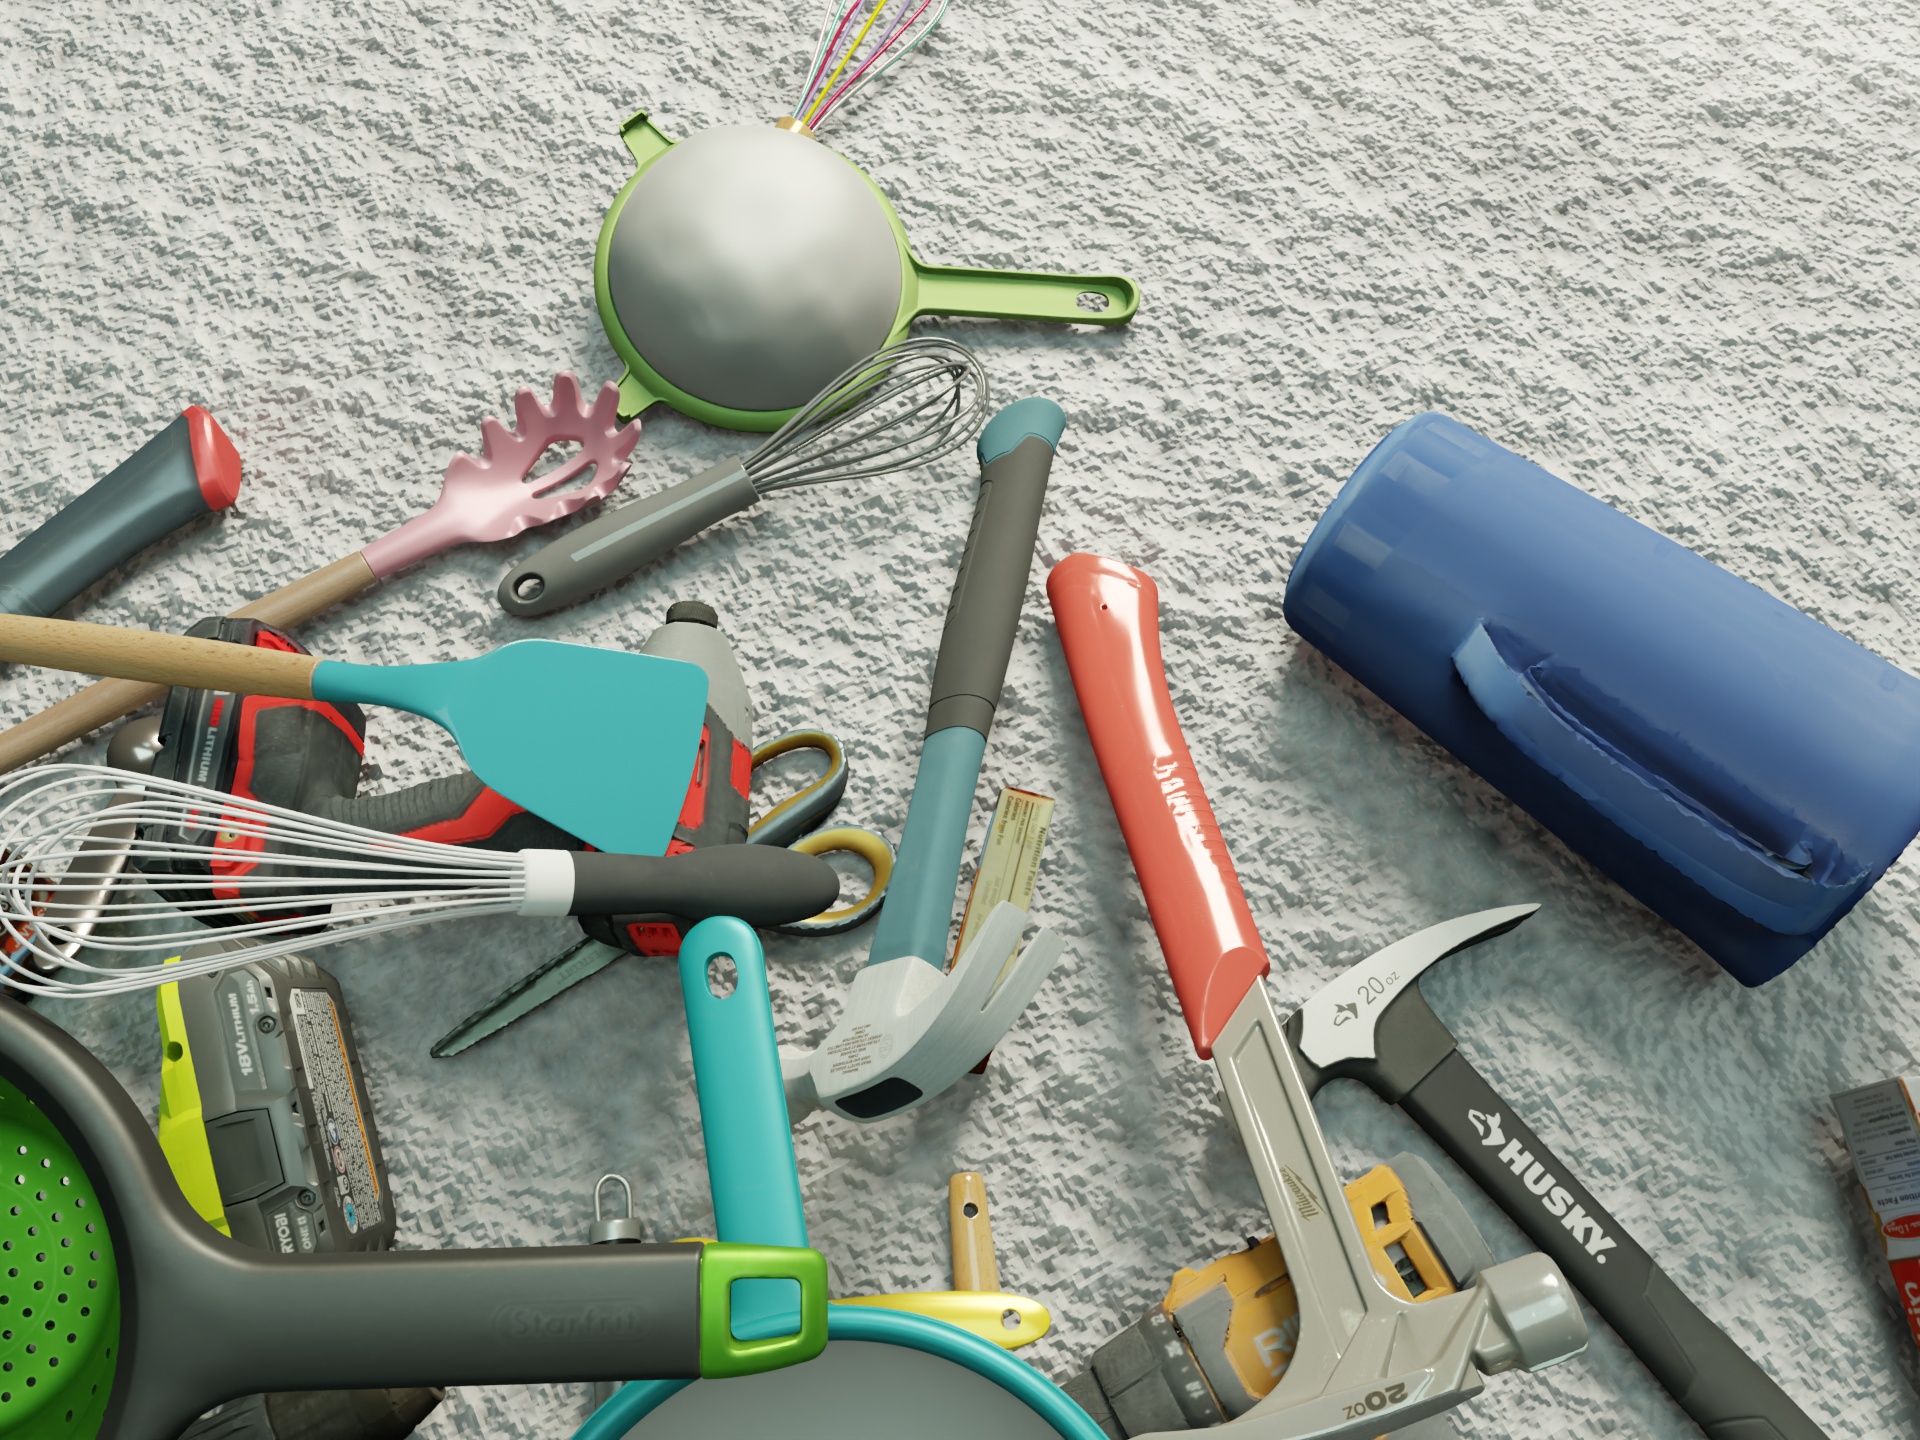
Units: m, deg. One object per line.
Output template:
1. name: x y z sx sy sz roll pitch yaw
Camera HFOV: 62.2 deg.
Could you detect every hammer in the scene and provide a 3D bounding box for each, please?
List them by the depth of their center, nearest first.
1. hammer: 0.260 0.217 0.585 0.146 0.035 0.335 -38 73 -15
2. hammer: 0.080 0.078 0.586 0.149 0.036 0.359 -19 52 4
3. hammer: -0.001 -0.002 0.634 0.033 0.128 0.331 38 49 -33
4. hammer: -0.468 -0.006 0.657 0.143 0.038 0.386 38 71 15

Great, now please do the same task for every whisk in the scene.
1. whisk: -0.168 0.051 0.516 0.284 0.070 0.070 4 64 -30
2. whisk: -0.094 -0.104 0.704 0.239 0.055 0.055 -27 70 -5
3. whisk: -0.071 -0.309 0.798 0.047 0.051 0.245 13 67 42

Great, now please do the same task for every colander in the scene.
1. colander: -0.239 0.173 0.477 0.397 0.094 0.204 0 82 -5

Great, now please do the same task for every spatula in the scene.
1. spatula: -0.256 -0.012 0.588 0.317 0.044 0.082 8 68 7

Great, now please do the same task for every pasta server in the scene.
1. pasta server: -0.279 -0.056 0.678 0.316 0.040 0.060 -31 82 -15

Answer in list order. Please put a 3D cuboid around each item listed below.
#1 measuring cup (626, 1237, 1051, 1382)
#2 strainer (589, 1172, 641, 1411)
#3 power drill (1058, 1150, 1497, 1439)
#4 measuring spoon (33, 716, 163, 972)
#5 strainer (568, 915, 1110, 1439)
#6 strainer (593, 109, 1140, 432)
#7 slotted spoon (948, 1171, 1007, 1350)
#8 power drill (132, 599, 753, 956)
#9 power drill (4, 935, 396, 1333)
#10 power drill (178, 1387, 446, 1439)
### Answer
1. measuring cup: -0.045 0.210 0.559 0.156 0.029 0.062 0 58 -4
2. strainer: -0.113 0.285 0.544 0.087 0.050 0.259 0 61 -16
3. power drill: 0.132 0.284 0.519 0.185 0.084 0.226 -29 73 -3
4. measuring spoon: -0.337 0.044 0.629 0.034 0.018 0.124 9 47 -8
5. strainer: -0.046 0.234 0.505 0.211 0.095 0.341 -13 65 0
6. strainer: -0.040 -0.209 0.724 0.256 0.069 0.151 3 80 -6
7. slotted spoon: 0.015 0.315 0.542 0.070 0.031 0.314 -2 66 -7
8. power drill: -0.191 0.018 0.626 0.219 0.078 0.143 1 67 2
9. power drill: -0.332 0.162 0.559 0.223 0.080 0.171 -16 81 -7
10. power drill: -0.232 0.324 0.507 0.188 0.080 0.227 -24 67 -11
